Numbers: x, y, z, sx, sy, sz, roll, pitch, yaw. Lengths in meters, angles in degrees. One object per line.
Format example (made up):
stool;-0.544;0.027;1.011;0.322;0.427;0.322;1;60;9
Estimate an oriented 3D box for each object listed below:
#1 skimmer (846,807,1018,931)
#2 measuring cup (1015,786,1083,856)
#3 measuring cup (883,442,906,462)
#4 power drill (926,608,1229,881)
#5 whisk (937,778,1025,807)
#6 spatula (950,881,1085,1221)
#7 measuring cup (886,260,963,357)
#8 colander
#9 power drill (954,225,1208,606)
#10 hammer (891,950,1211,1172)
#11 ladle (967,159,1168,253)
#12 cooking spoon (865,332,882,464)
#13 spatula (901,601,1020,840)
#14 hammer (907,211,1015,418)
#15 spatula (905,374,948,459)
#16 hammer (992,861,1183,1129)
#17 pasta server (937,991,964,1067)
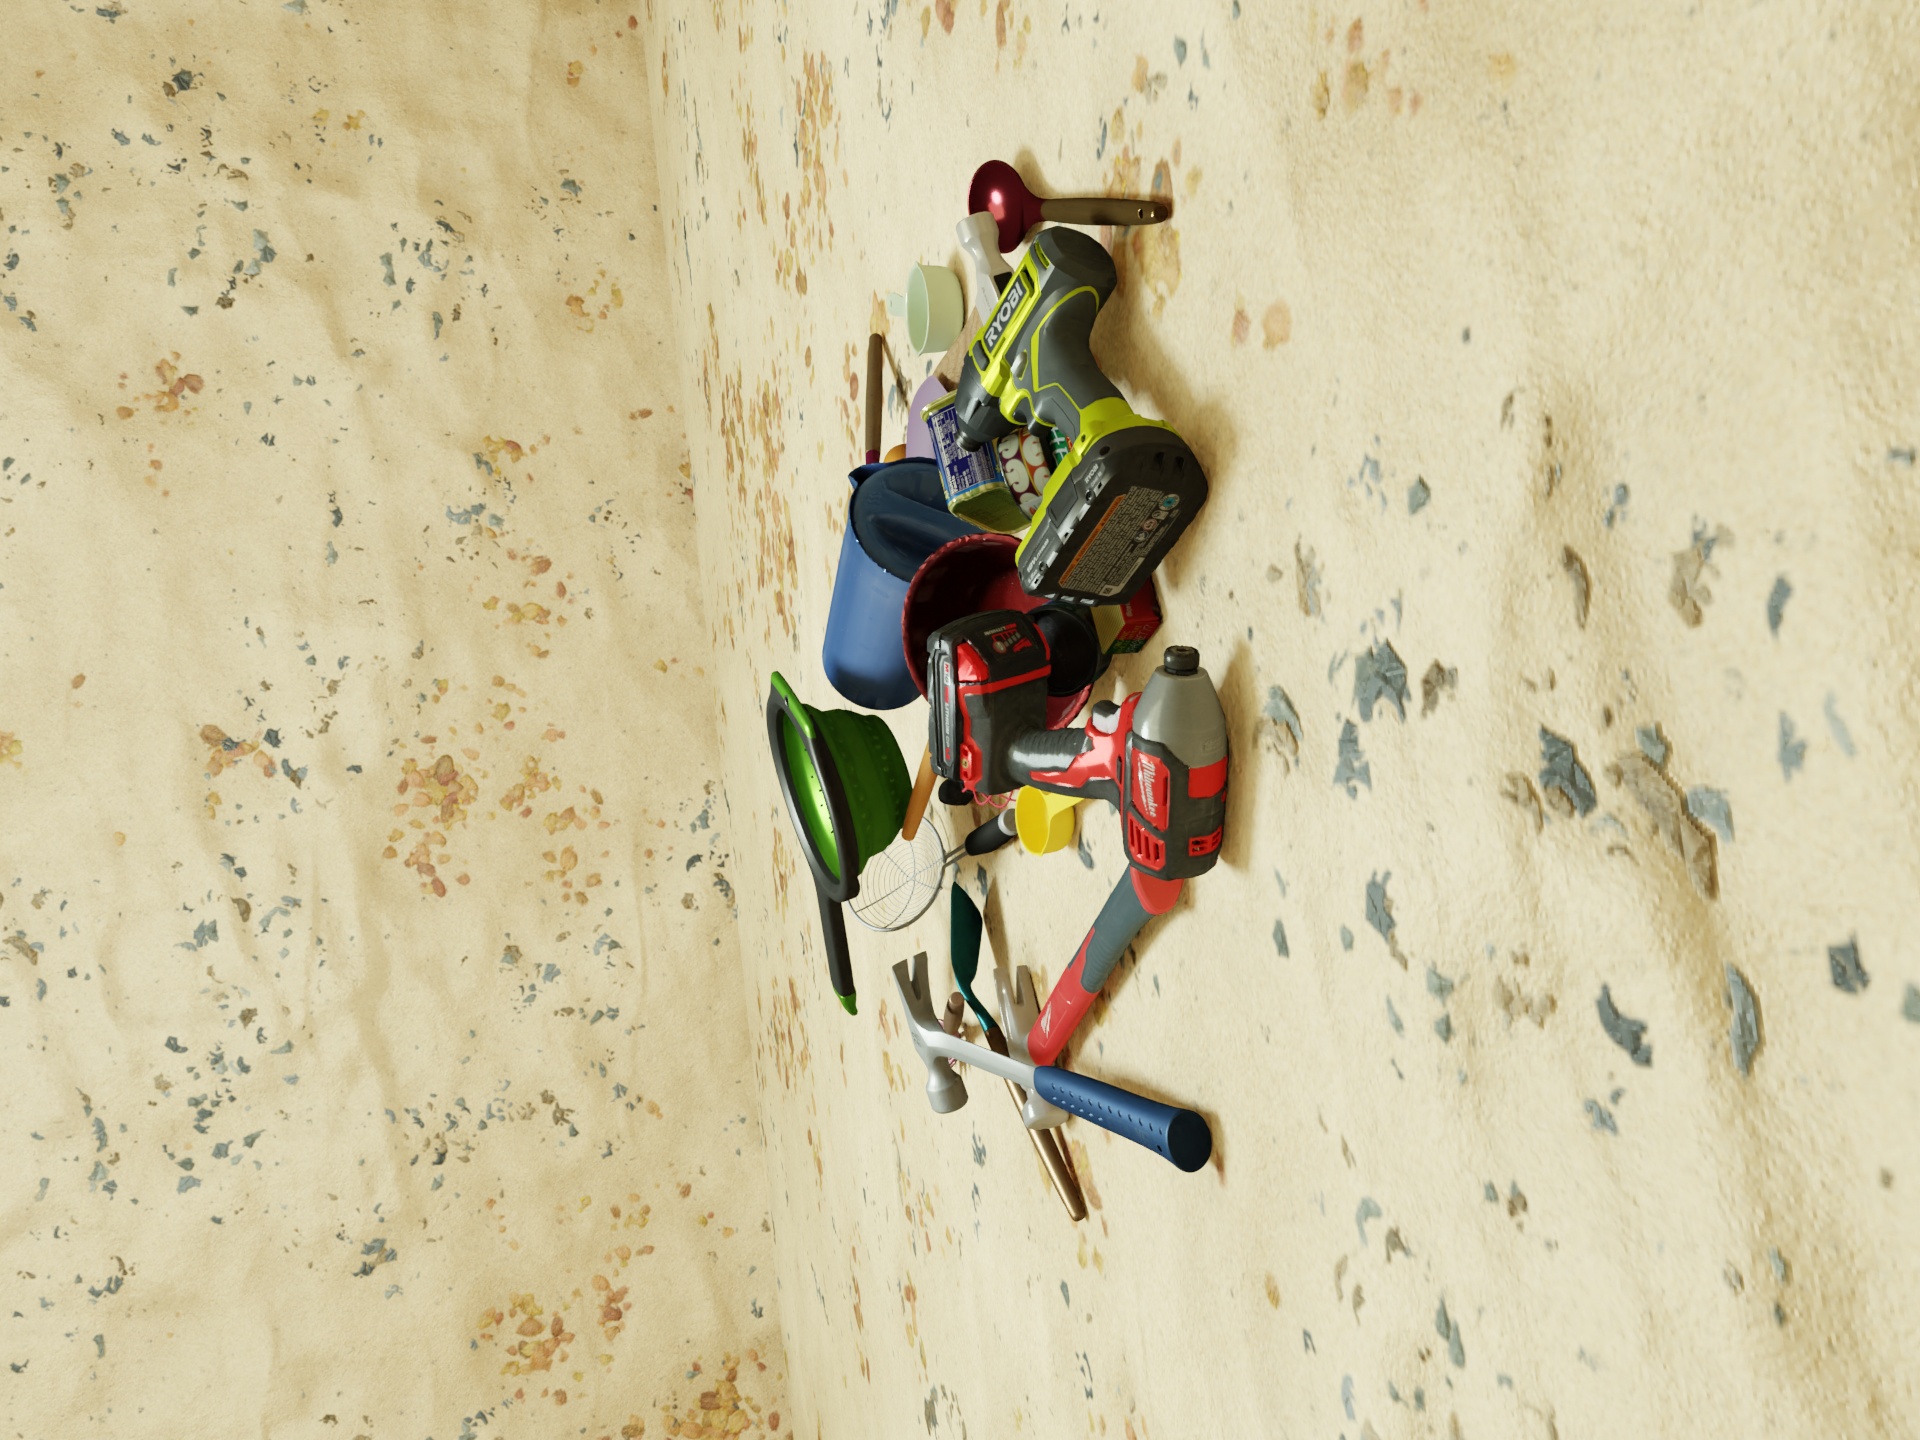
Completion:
skimmer;-0.032;0.123;1.503;0.363;0.090;0.127;139;140;-69
measuring cup;0.088;0.058;1.207;0.156;0.029;0.062;-42;57;56
measuring cup;-0.037;-0.178;1.488;0.095;0.052;0.174;131;132;-68
power drill;0.077;0.003;1.015;0.220;0.078;0.143;22;120;44
whisk;0.015;0.050;1.383;0.296;0.073;0.073;136;126;-76
spatula;0.047;0.287;1.387;0.318;0.044;0.082;63;-176;36
measuring cup;-0.034;-0.376;1.444;0.168;0.038;0.083;-132;39;-67
colander;-0.097;0.124;1.523;0.205;0.094;0.396;-129;27;-49
power drill;0.064;-0.187;1.035;0.171;0.080;0.223;-55;41;39
hammer;0.055;0.268;1.211;0.405;0.035;0.144;-1;109;63
ladle;0.071;-0.356;1.108;0.316;0.031;0.069;-137;37;-64
cooking spoon;-0.086;-0.278;1.564;0.068;0.017;0.319;89;180;-51
spatula;-0.002;-0.004;1.339;0.081;0.041;0.322;-70;-2;-48
hammer;0.000;-0.296;1.333;0.331;0.031;0.130;150;101;-76
spatula;-0.054;-0.186;1.453;0.060;0.018;0.315;57;147;27
hammer;0.090;0.178;1.200;0.386;0.038;0.143;109;153;-55
pasta server;-0.015;0.291;1.507;0.316;0.040;0.060;96;149;-72
